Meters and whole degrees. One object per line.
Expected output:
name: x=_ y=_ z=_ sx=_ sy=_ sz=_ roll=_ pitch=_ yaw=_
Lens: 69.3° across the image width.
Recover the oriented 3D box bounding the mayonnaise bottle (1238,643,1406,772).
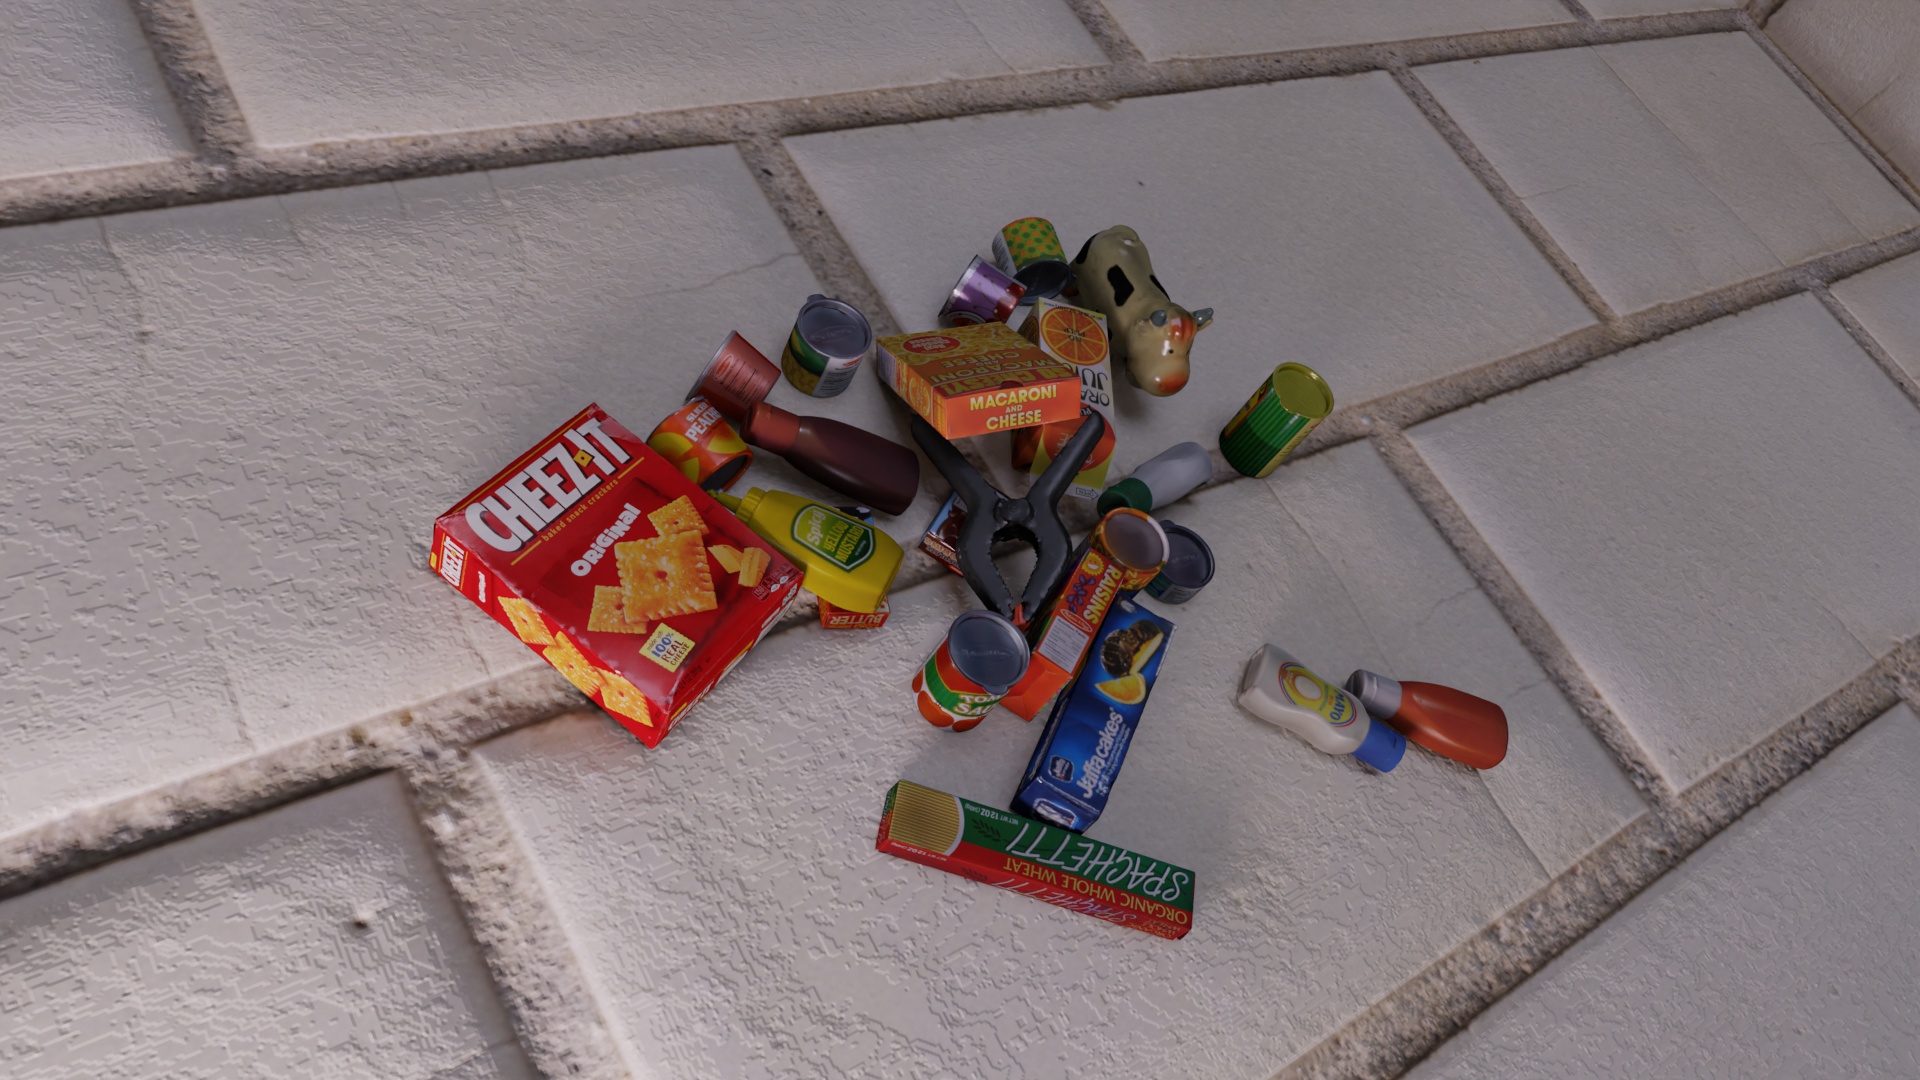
mayonnaise bottle: x=0.316 y=0.150 z=1.209 sx=0.148 sy=0.041 sz=0.065 roll=30 pitch=49 yaw=-3

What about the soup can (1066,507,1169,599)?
soup can: x=0.127 y=0.020 z=1.180 sx=0.071 sy=0.083 sz=0.072 roll=12 pitch=55 yaw=-17

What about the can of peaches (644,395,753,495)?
can of peaches: x=-0.204 y=-0.070 z=1.092 sx=0.058 sy=0.071 sz=0.071 roll=48 pitch=52 yaw=9

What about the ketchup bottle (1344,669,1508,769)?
ketchup bottle: x=0.420 y=0.156 z=1.253 sx=0.149 sy=0.043 sz=0.065 roll=20 pitch=51 yaw=-12

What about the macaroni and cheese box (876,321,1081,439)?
macaroni and cheese box: x=0.012 y=-0.141 z=1.193 sx=0.124 sy=0.040 sz=0.167 roll=-11 pitch=28 yaw=-20

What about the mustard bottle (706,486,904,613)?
mustard bottle: x=-0.125 y=-0.002 z=1.069 sx=0.160 sy=0.048 sz=0.066 roll=26 pitch=51 yaw=0

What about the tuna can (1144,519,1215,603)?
tuna can: x=0.190 y=0.019 z=1.242 sx=0.071 sy=0.032 sz=0.071 roll=12 pitch=54 yaw=-18

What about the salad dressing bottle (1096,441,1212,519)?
salad dressing bottle: x=0.174 y=-0.049 z=1.250 sx=0.148 sy=0.064 sz=0.044 roll=-28 pitch=103 yaw=-49

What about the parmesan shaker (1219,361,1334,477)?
parmesan shaker: x=0.301 y=-0.114 z=1.339 sx=0.071 sy=0.102 sz=0.071 roll=13 pitch=54 yaw=-18

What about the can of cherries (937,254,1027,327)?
can of cherries: x=0.020 y=-0.224 z=1.306 sx=0.058 sy=0.071 sz=0.072 roll=33 pitch=51 yaw=-4

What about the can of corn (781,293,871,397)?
can of corn: x=-0.118 y=-0.169 z=1.207 sx=0.071 sy=0.058 sz=0.071 roll=12 pitch=55 yaw=-18

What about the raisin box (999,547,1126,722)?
raisin box: x=0.079 y=0.075 z=1.119 sx=0.040 sy=0.085 sz=0.124 roll=33 pitch=51 yaw=0

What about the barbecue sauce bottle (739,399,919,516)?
barbecue sauce bottle: x=-0.107 y=-0.072 z=1.140 sx=0.148 sy=0.043 sz=0.065 roll=22 pitch=42 yaw=-24

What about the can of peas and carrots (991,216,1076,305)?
can of peas and carrots: x=0.072 y=-0.274 z=1.361 sx=0.071 sy=0.070 sz=0.059 roll=-3 pitch=60 yaw=-27

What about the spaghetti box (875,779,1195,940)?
spaghetti box: x=0.061 y=0.240 z=1.037 sx=0.250 sy=0.028 sz=0.050 roll=20 pitch=53 yaw=-12

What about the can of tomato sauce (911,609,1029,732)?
can of tomato sauce: x=0.007 y=0.103 z=1.068 sx=0.071 sy=0.082 sz=0.071 roll=12 pitch=55 yaw=-18

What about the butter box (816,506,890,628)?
butter box: x=-0.091 y=0.020 z=1.114 sx=0.053 sy=0.024 sz=0.104 roll=2 pitch=58 yaw=-23

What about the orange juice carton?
orange juice carton: x=0.091 y=-0.121 z=1.264 sx=0.072 sy=0.072 sz=0.193 roll=12 pitch=55 yaw=-18

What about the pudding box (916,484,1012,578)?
pudding box: x=0.004 y=-0.015 z=1.180 sx=0.049 sy=0.030 sz=0.084 roll=34 pitch=51 yaw=-3

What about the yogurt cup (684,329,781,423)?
yogurt cup: x=-0.185 y=-0.132 z=1.149 sx=0.054 sy=0.072 sz=0.073 roll=34 pitch=50 yaw=-11
